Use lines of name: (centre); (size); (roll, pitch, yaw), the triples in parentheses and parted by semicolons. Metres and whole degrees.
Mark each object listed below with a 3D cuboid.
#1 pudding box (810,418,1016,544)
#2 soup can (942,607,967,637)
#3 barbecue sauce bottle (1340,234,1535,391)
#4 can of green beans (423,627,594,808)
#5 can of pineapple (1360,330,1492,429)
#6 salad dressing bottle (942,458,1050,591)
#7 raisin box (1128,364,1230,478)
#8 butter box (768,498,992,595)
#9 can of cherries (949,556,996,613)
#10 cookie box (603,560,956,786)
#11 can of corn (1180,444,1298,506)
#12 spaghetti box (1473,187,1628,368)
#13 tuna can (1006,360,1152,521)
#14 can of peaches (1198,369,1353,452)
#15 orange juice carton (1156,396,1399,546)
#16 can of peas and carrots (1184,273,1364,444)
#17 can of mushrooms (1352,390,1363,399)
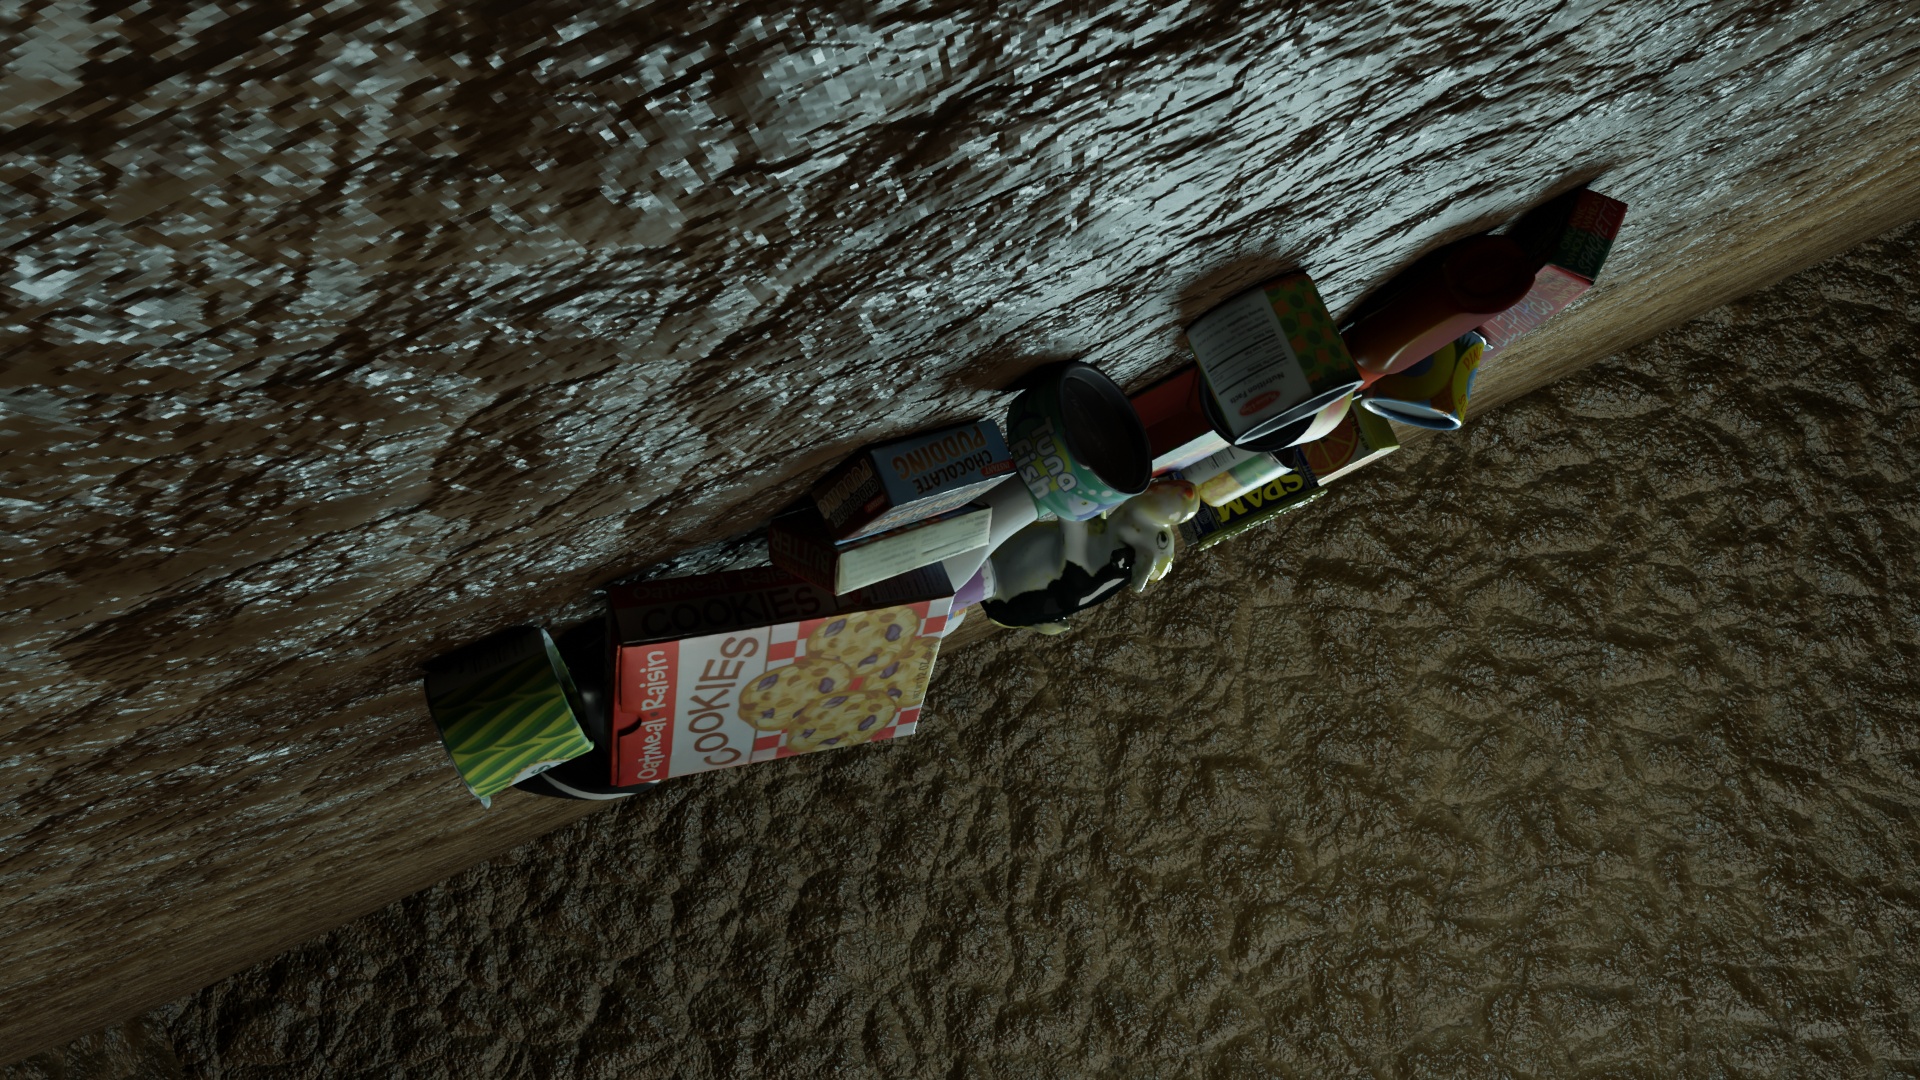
pudding box: (-0.021, -0.028, 0.644); (0.084, 0.030, 0.049); (-18, 172, -43)
soup can: (-0.039, 0.044, 0.995); (0.071, 0.071, 0.084); (-27, 177, 21)
barbecue sauce bottle: (0.264, -0.127, 0.815); (0.065, 0.043, 0.148); (-24, 174, -21)
can of green beans: (-0.216, 0.083, 0.670); (0.058, 0.071, 0.071); (-23, 173, -11)
can of pineapple: (0.300, -0.108, 0.897); (0.071, 0.058, 0.071); (17, 178, 1)
salad dressing bottle: (0.003, -0.010, 0.770); (0.148, 0.064, 0.044); (-30, -148, -9)
raisin box: (0.130, -0.068, 0.821); (0.086, 0.040, 0.123); (-27, 172, 27)
butter box: (-0.038, -0.004, 0.686); (0.104, 0.024, 0.053); (-18, -149, -41)
can of cherries: (-0.019, 0.012, 0.826); (0.058, 0.071, 0.071); (-21, 173, -12)
cookie box: (-0.096, 0.065, 0.713); (0.168, 0.040, 0.122); (-7, 140, -21)
can of corn: (0.179, -0.062, 0.909); (0.058, 0.071, 0.071); (-29, 172, 29)
spaghetti box: (0.347, -0.153, 0.863); (0.050, 0.029, 0.250); (-64, 173, -2)
tuna can: (0.052, -0.043, 0.620); (0.032, 0.071, 0.071); (-29, 172, 35)
can of peaches: (0.167, -0.084, 0.728); (0.071, 0.071, 0.058); (-28, 172, 32)
orange juice carton: (0.253, -0.065, 1.145); (0.192, 0.072, 0.073); (-28, 171, 31)
can of peas and carrots: (0.149, -0.086, 0.660); (0.071, 0.059, 0.071); (-24, 174, -3)
can of mushrooms: (0.267, -0.116, 0.959); (0.071, 0.033, 0.071); (-23, 173, -3)
